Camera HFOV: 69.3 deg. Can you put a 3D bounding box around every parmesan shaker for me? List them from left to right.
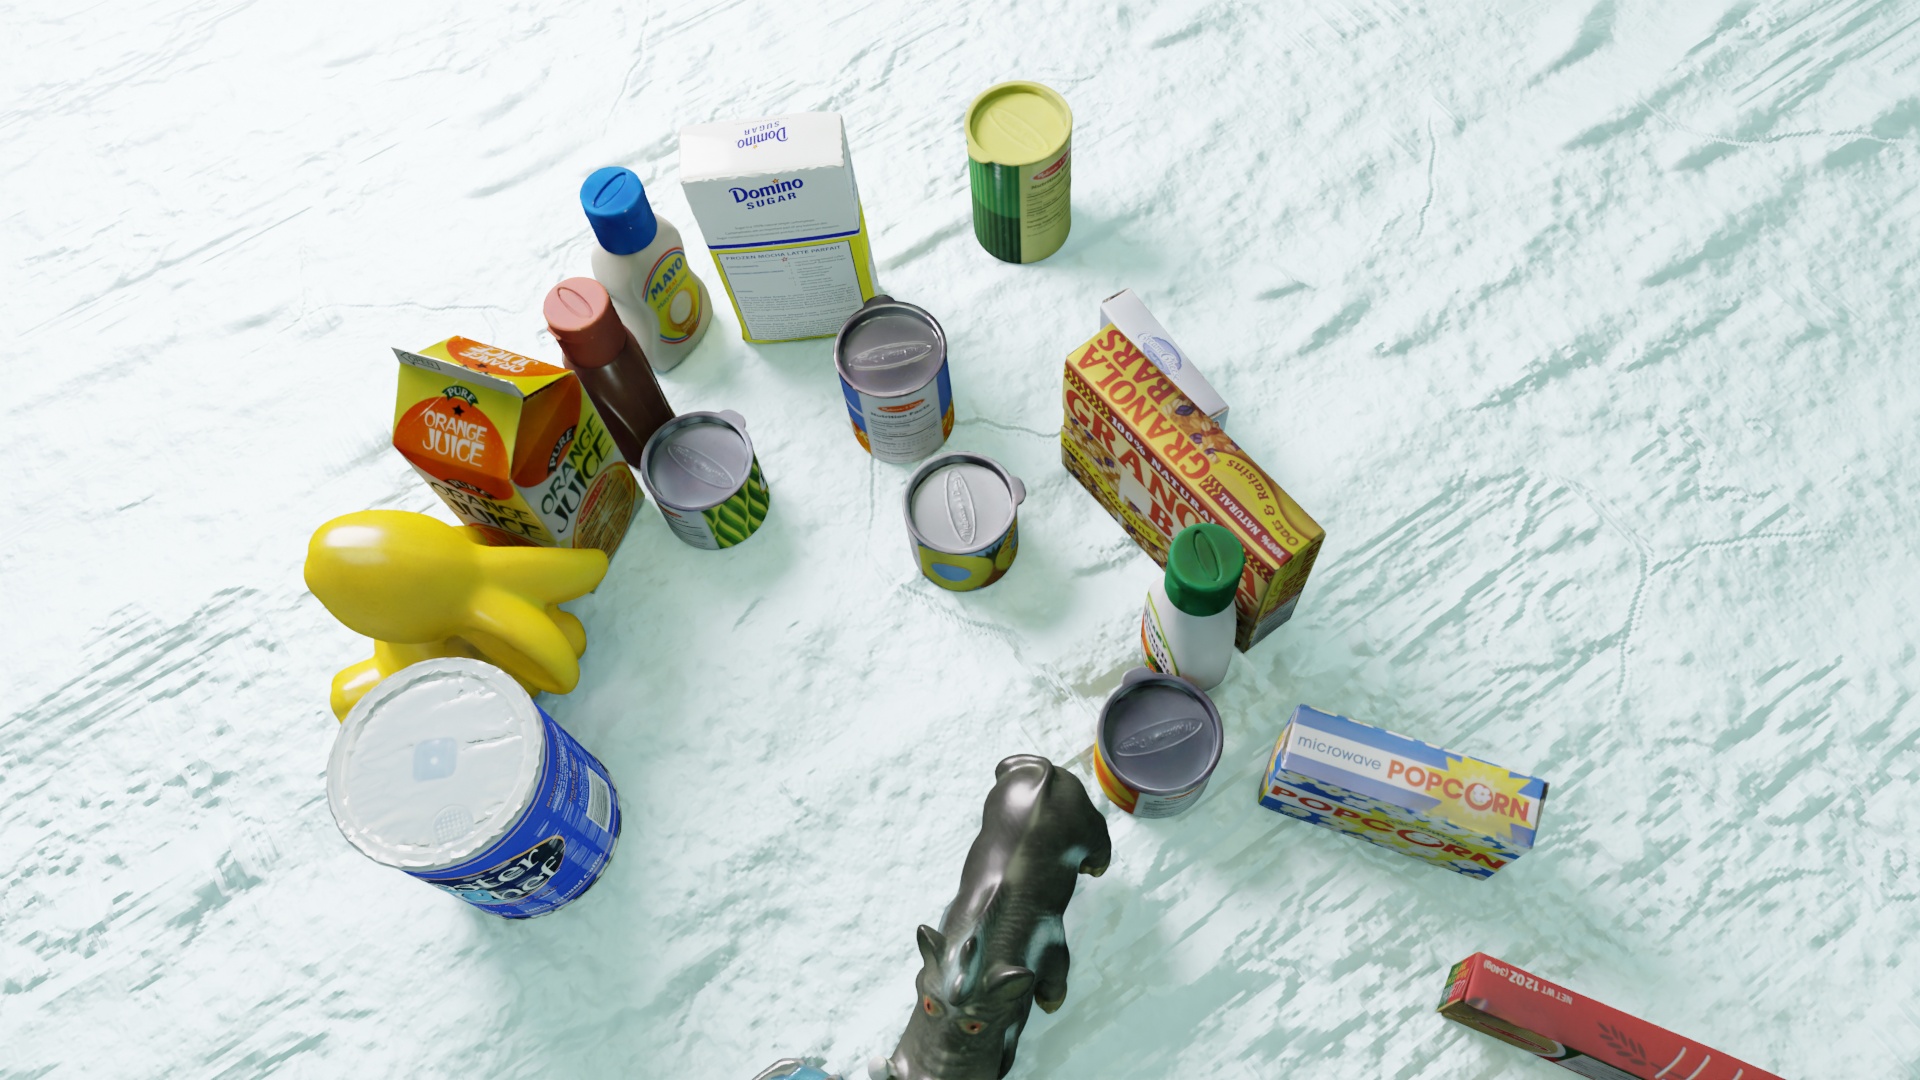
[{"bbox_3d":[0.036,-0.231,0.888,0.071,0.102,0.071,-1,65,3],"label":"parmesan shaker"}]

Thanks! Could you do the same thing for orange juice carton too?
[{"bbox_3d":[-0.244,-0.047,0.768,0.072,0.192,0.073,18,68,11],"label":"orange juice carton"}]

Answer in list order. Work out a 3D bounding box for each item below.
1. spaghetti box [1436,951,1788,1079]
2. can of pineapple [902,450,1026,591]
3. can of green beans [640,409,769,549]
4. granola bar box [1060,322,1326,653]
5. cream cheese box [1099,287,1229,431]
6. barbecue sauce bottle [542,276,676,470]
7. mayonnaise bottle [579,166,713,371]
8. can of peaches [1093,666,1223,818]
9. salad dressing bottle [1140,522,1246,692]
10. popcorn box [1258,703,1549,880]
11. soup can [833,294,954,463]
[{"bbox_3d":[0.360,0.264,0.667,0.250,0.050,0.029,21,68,12],"label":"spaghetti box"},{"bbox_3d":[0.003,-0.010,0.811,0.071,0.057,0.071,-1,65,3],"label":"can of pineapple"},{"bbox_3d":[-0.151,-0.035,0.831,0.071,0.057,0.071,-1,65,3],"label":"can of green beans"},{"bbox_3d":[0.122,-0.026,0.775,0.039,0.123,0.166,-37,68,-13],"label":"granola bar box"},{"bbox_3d":[0.122,-0.100,0.849,0.024,0.053,0.104,-31,67,-10],"label":"cream cheese box"},{"bbox_3d":[-0.204,-0.097,0.813,0.044,0.148,0.065,-43,70,-15],"label":"barbecue sauce bottle"},{"bbox_3d":[-0.193,-0.166,0.845,0.041,0.147,0.065,28,70,15],"label":"mayonnaise bottle"},{"bbox_3d":[0.105,0.110,0.749,0.071,0.058,0.071,-1,65,3],"label":"can of peaches"},{"bbox_3d":[0.123,0.037,0.733,0.044,0.147,0.064,-15,65,-3],"label":"salad dressing bottle"},{"bbox_3d":[0.224,0.131,0.718,0.127,0.085,0.038,17,68,11],"label":"popcorn box"},{"bbox_3d":[-0.039,-0.096,0.840,0.071,0.083,0.071,-1,65,3],"label":"soup can"}]
